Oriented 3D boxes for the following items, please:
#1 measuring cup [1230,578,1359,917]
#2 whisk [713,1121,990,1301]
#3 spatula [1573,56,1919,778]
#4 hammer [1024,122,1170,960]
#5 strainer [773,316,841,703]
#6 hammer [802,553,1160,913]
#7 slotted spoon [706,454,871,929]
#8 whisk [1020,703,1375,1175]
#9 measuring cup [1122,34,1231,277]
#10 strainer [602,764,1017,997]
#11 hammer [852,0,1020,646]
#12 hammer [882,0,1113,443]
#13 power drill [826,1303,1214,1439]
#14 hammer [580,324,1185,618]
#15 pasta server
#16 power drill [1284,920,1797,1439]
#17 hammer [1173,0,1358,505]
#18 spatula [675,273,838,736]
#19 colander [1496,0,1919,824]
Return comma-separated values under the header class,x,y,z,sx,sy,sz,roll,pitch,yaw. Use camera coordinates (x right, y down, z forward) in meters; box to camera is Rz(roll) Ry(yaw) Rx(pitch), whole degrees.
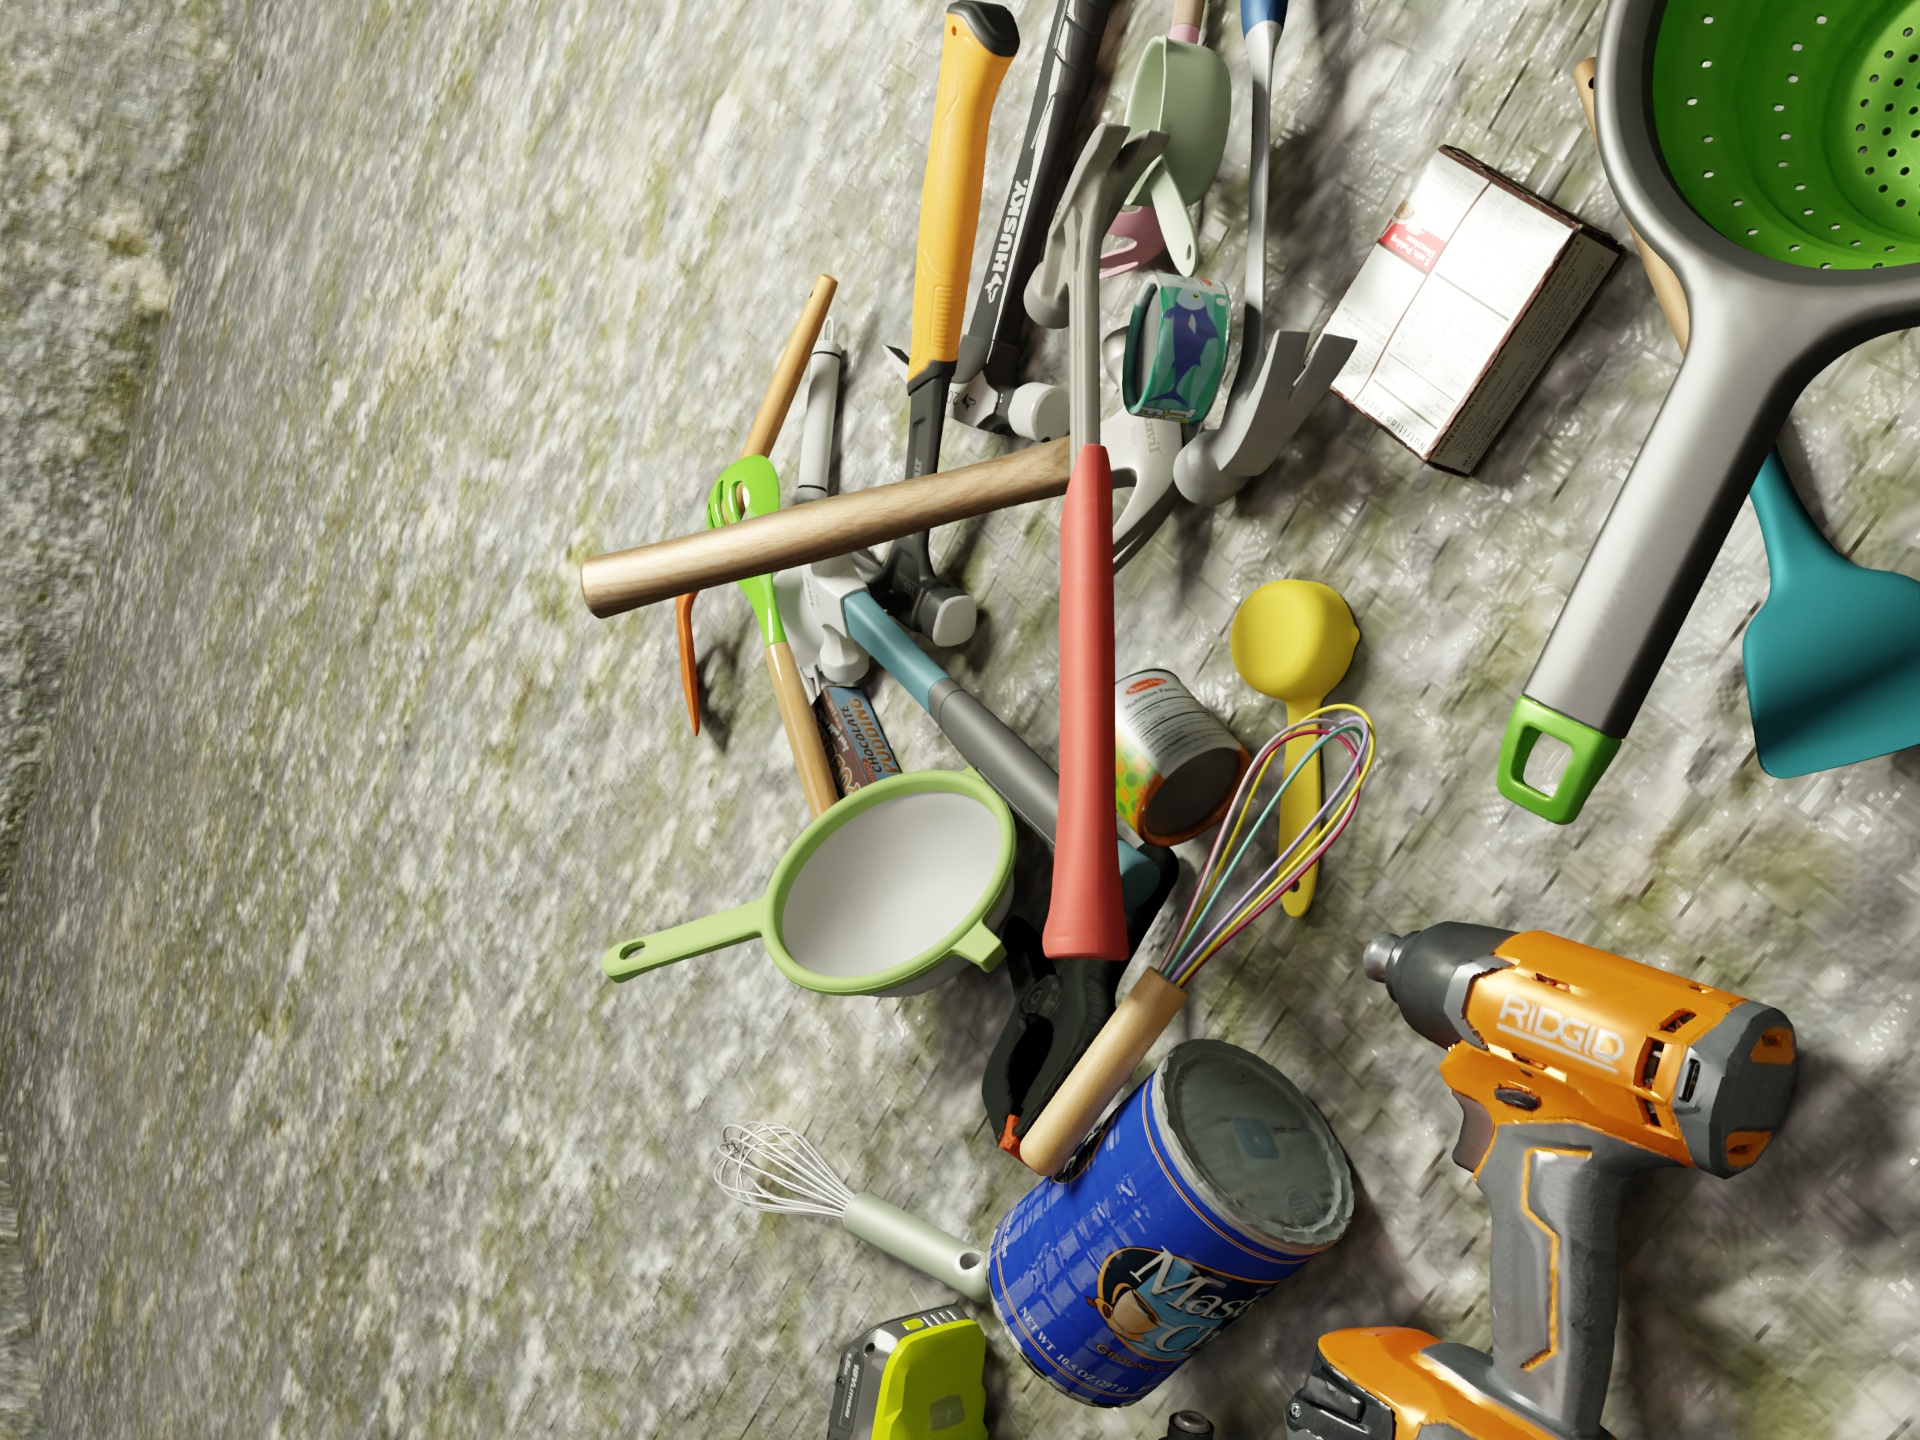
class,x,y,z,sx,sy,sz,roll,pitch,yaw
measuring cup,0.149,0.011,0.729,0.062,0.029,0.156,-6,79,48
whisk,-0.064,0.286,0.928,0.246,0.058,0.059,9,126,46
spatula,0.283,-0.129,0.587,0.082,0.044,0.318,-22,65,23
hammer,0.059,-0.075,0.713,0.149,0.036,0.359,131,142,-73
strainer,-0.100,-0.138,1.030,0.087,0.050,0.258,-9,74,63
hammer,-0.001,-0.003,0.842,0.331,0.033,0.128,45,153,44
slotted spoon,-0.104,-0.022,0.966,0.070,0.031,0.314,-31,69,38
whisk,0.103,0.095,0.695,0.047,0.051,0.245,36,91,25
measuring cup,0.106,-0.249,0.725,0.083,0.038,0.168,105,165,-46
strainer,-0.076,0.119,0.884,0.256,0.069,0.152,-19,39,17
hammer,-0.017,-0.216,0.879,0.127,0.034,0.336,37,128,42
hammer,0.046,-0.330,0.892,0.146,0.035,0.334,26,104,47
power drill,0.035,0.385,0.776,0.223,0.080,0.171,12,94,45
hammer,-0.045,-0.105,0.834,0.331,0.031,0.130,-13,68,12
pasta server,0.113,-0.384,0.822,0.040,0.060,0.316,9,88,9
power drill,0.203,0.192,0.608,0.164,0.084,0.226,18,94,49
hammer,0.145,-0.315,0.747,0.144,0.035,0.406,138,137,-76
spatula,-0.142,-0.142,1.060,0.322,0.041,0.081,-63,27,21
colander,0.293,-0.145,0.531,0.205,0.094,0.397,35,108,43
